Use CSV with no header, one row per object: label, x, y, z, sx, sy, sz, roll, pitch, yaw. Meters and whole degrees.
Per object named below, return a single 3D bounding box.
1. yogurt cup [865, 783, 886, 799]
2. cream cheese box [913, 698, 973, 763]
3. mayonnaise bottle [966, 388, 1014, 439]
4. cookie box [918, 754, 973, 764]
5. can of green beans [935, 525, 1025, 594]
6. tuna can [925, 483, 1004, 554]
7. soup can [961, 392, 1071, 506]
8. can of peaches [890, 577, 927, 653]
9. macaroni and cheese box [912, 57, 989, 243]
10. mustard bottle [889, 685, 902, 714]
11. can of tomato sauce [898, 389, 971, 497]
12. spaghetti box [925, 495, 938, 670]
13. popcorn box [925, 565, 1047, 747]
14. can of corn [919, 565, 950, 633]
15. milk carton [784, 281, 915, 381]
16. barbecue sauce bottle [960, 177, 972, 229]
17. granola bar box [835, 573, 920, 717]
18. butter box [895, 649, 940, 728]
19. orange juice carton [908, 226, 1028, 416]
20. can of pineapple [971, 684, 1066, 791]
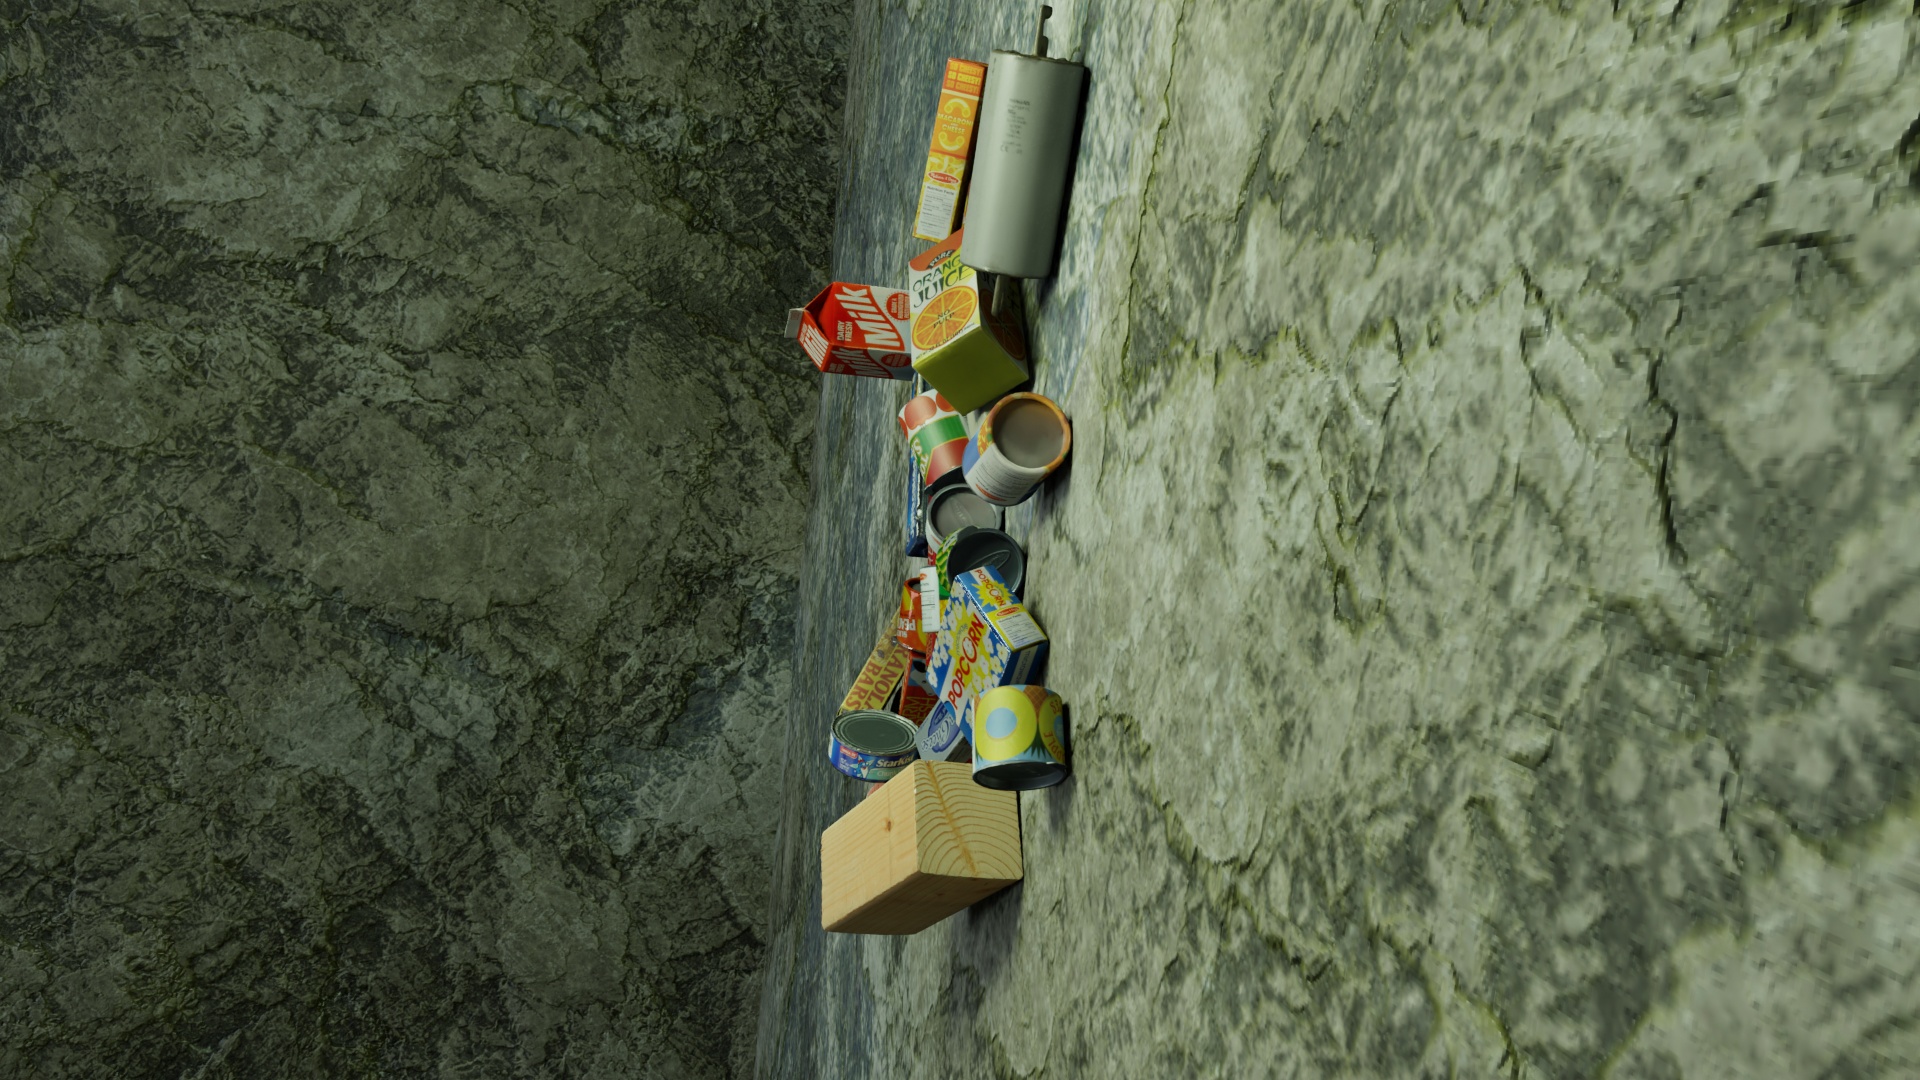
yogurt cup,-0.058,0.262,1.428,0.073,0.072,0.053,-97,24,-45
cream cheese box,-0.002,0.157,1.195,0.103,0.024,0.053,-57,40,32
mayonnaise bottle,0.028,-0.112,1.218,0.149,0.041,0.064,-98,17,-45
cookie box,-0.023,0.246,1.312,0.167,0.040,0.123,132,142,-71
can of green beans,0.016,0.021,1.155,0.058,0.071,0.071,-165,80,-79
tuna can,0.004,-0.015,1.233,0.032,0.071,0.071,101,169,-61
soup can,0.043,-0.072,1.063,0.083,0.071,0.071,130,143,-70
can of peaches,-0.028,0.072,1.340,0.071,0.071,0.058,-121,38,-71
macaroni and cheese box,0.003,-0.376,1.343,0.124,0.040,0.165,-53,-22,-69
mustard bottle,-0.060,0.228,1.483,0.065,0.049,0.159,-91,12,-54
can of tomato sauce,-0.015,-0.089,1.278,0.071,0.071,0.083,116,135,-61
spaghetti box,-0.004,0.000,1.303,0.028,0.050,0.251,120,152,-68
popcorn box,0.019,0.094,1.099,0.085,0.038,0.126,53,144,33
can of corn,0.001,0.051,1.218,0.071,0.071,0.058,156,112,-77
milk carton,-0.083,-0.213,1.430,0.072,0.191,0.073,126,147,-69
barbecue sauce bottle,0.023,-0.307,1.315,0.065,0.044,0.147,-87,7,-61
granola bar box,-0.074,0.127,1.435,0.166,0.039,0.123,-60,-2,-24
butter box,-0.032,0.149,1.369,0.024,0.053,0.103,-98,17,-54
orange juice carton,0.005,-0.207,1.215,0.071,0.073,0.194,-28,41,24
can of pineapple,0.042,0.139,0.979,0.070,0.071,0.058,115,157,-60
